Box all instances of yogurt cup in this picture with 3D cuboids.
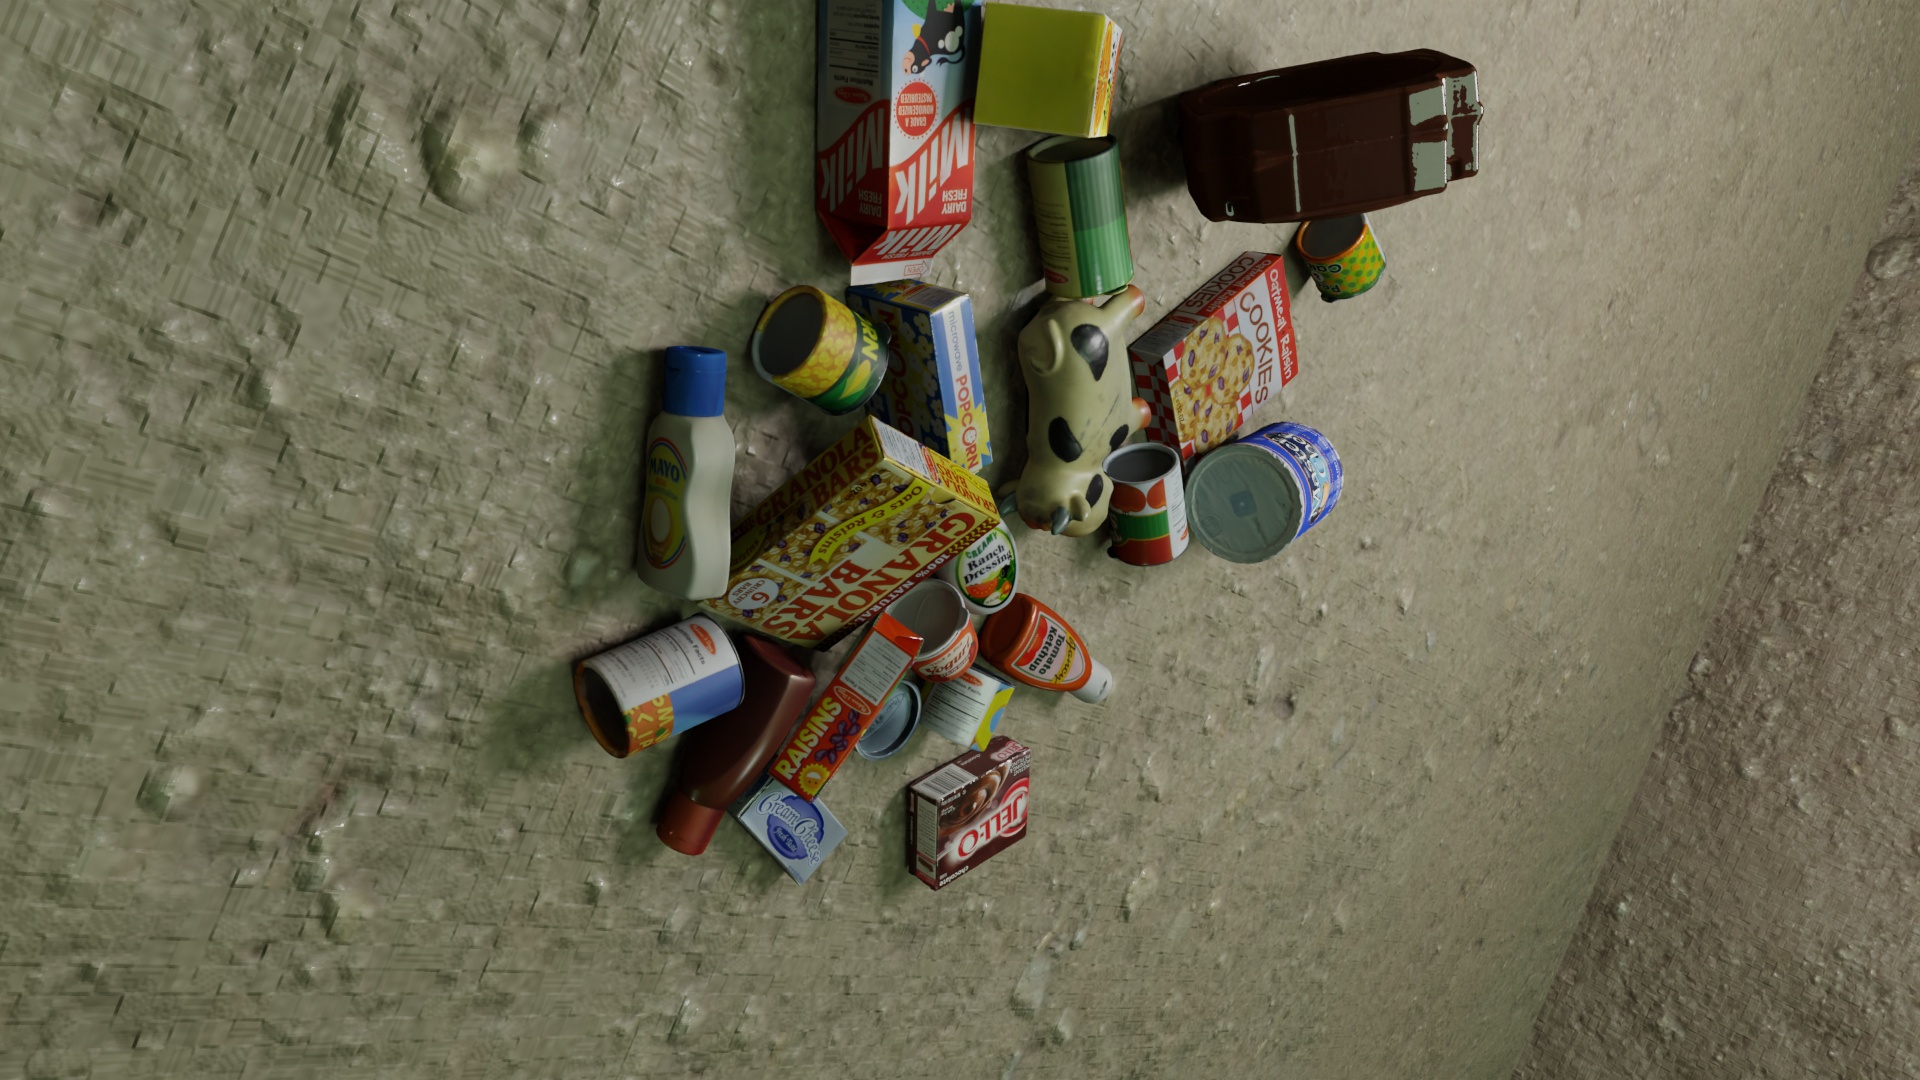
[{"bbox_3d":[-0.021,0.070,1.032,0.072,0.072,0.053,-52,144,-15],"label":"yogurt cup"}]

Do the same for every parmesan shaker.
[{"bbox_3d":[0.089,-0.234,1.000,0.071,0.071,0.102,-34,129,-31],"label":"parmesan shaker"}]

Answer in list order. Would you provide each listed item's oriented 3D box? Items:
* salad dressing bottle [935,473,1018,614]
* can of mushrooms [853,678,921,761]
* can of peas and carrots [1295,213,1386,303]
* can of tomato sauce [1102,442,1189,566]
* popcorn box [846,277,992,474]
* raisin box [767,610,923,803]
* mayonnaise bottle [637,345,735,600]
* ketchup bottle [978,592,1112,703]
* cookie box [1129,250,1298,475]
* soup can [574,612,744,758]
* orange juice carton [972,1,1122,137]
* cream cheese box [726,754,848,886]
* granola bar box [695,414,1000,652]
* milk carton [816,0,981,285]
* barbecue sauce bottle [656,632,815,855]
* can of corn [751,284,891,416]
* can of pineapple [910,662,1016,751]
[{"bbox_3d":[0.004,-0.013,1.032,0.064,0.044,0.147,-30,128,-19],"label":"salad dressing bottle"},{"bbox_3d":[-0.064,0.126,1.034,0.071,0.033,0.070,-21,122,-38],"label":"can of mushrooms"},{"bbox_3d":[0.341,-0.259,1.251,0.071,0.071,0.058,-57,137,-10],"label":"can of peas and carrots"},{"bbox_3d":[0.152,-0.030,1.163,0.071,0.071,0.082,-35,129,-30],"label":"can of tomato sauce"},{"bbox_3d":[-0.027,-0.109,0.928,0.038,0.085,0.126,-32,127,-34],"label":"popcorn box"},{"bbox_3d":[-0.077,0.113,0.954,0.123,0.040,0.086,-54,-178,3],"label":"raisin box"},{"bbox_3d":[-0.164,-0.042,0.838,0.041,0.065,0.147,-8,109,-46],"label":"mayonnaise bottle"},{"bbox_3d":[0.076,0.097,1.156,0.148,0.043,0.065,35,82,-48],"label":"ketchup bottle"},{"bbox_3d":[0.223,-0.154,1.195,0.168,0.040,0.122,-40,132,-26],"label":"cookie box"},{"bbox_3d":[-0.188,0.092,0.869,0.084,0.071,0.071,-23,123,-37],"label":"soup can"},{"bbox_3d":[0.062,-0.304,0.905,0.193,0.073,0.071,-59,157,-71],"label":"orange juice carton"},{"bbox_3d":[-0.126,0.203,1.011,0.053,0.024,0.103,-48,135,-19],"label":"cream cheese box"},{"bbox_3d":[-0.074,0.002,0.899,0.165,0.039,0.124,-37,143,21],"label":"granola bar box"},{"bbox_3d":[-0.040,-0.255,0.859,0.072,0.073,0.189,-16,119,-41],"label":"milk carton"},{"bbox_3d":[-0.155,0.139,0.929,0.043,0.065,0.148,18,103,-55],"label":"barbecue sauce bottle"},{"bbox_3d":[-0.087,-0.121,0.874,0.058,0.071,0.071,27,88,-48],"label":"can of corn"},{"bbox_3d":[0.002,0.124,1.077,0.071,0.071,0.058,27,88,-48],"label":"can of pineapple"}]
